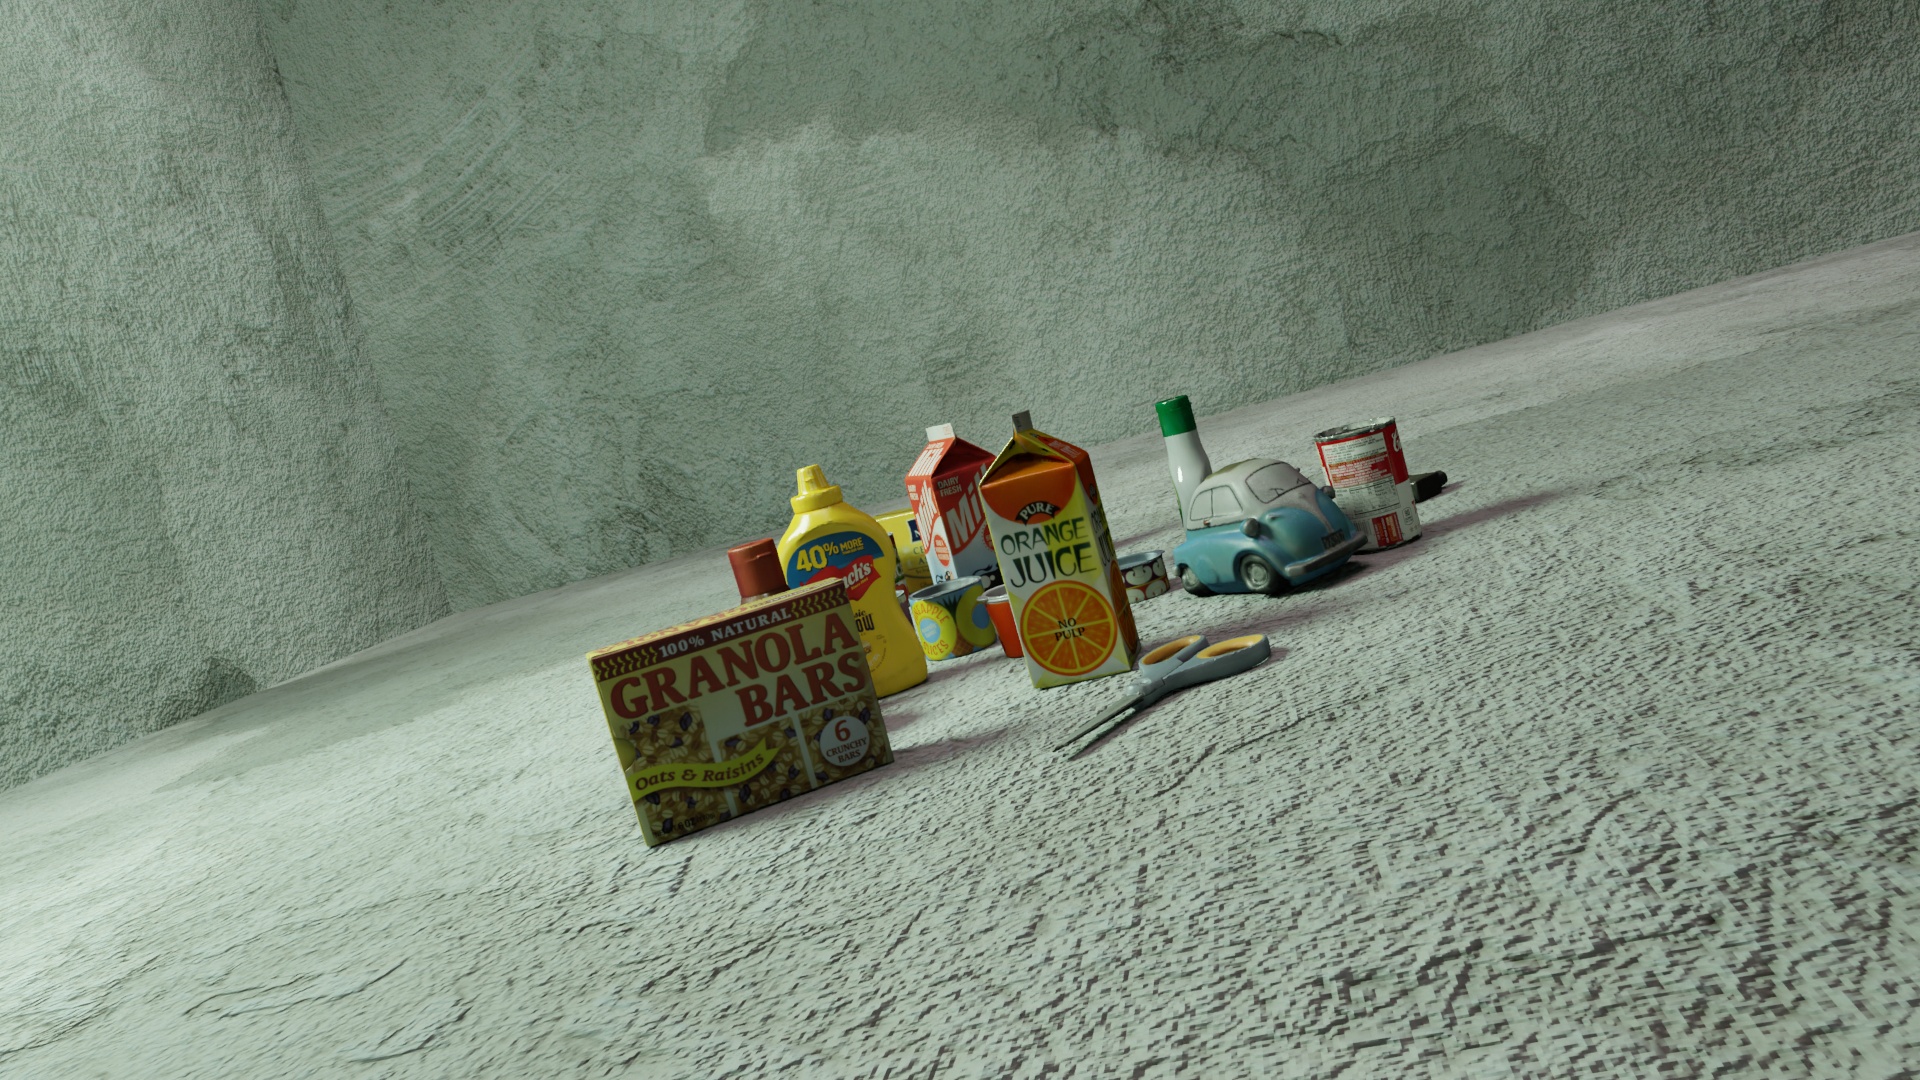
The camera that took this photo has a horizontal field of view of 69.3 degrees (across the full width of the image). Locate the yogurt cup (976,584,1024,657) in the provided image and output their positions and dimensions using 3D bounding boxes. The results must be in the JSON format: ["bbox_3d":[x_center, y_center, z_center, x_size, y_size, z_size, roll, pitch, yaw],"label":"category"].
[{"bbox_3d":[0.056,0.061,1.123,0.072,0.054,0.072,-15,6,2],"label":"yogurt cup"}]

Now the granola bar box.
[{"bbox_3d":[-0.138,0.106,0.880,0.166,0.124,0.039,-17,6,-16],"label":"granola bar box"}]

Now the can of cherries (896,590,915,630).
[{"bbox_3d":[-0.074,0.082,1.238,0.071,0.058,0.071,-15,6,2],"label":"can of cherries"}]

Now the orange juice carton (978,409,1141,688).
[{"bbox_3d":[0.067,0.001,0.991,0.073,0.192,0.072,-14,6,16],"label":"orange juice carton"}]

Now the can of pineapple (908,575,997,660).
[{"bbox_3d":[-0.008,0.068,1.203,0.071,0.057,0.071,-15,6,2],"label":"can of pineapple"}]

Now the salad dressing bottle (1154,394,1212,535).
[{"bbox_3d":[0.243,-0.080,1.480,0.044,0.147,0.064,-13,6,22],"label":"salad dressing bottle"}]

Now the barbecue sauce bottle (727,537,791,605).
[{"bbox_3d":[-0.140,0.073,1.060,0.065,0.148,0.043,-19,7,-33],"label":"barbecue sauce bottle"}]

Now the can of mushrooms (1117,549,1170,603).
[{"bbox_3d":[0.152,0.033,1.229,0.071,0.033,0.071,-15,6,2],"label":"can of mushrooms"}]

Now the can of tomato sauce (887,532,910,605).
[{"bbox_3d":[-0.095,0.040,1.550,0.071,0.083,0.071,-15,6,2],"label":"can of tomato sauce"}]

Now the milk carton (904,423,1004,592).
[{"bbox_3d":[0.005,-0.016,1.306,0.074,0.190,0.072,-18,6,-21],"label":"milk carton"}]
